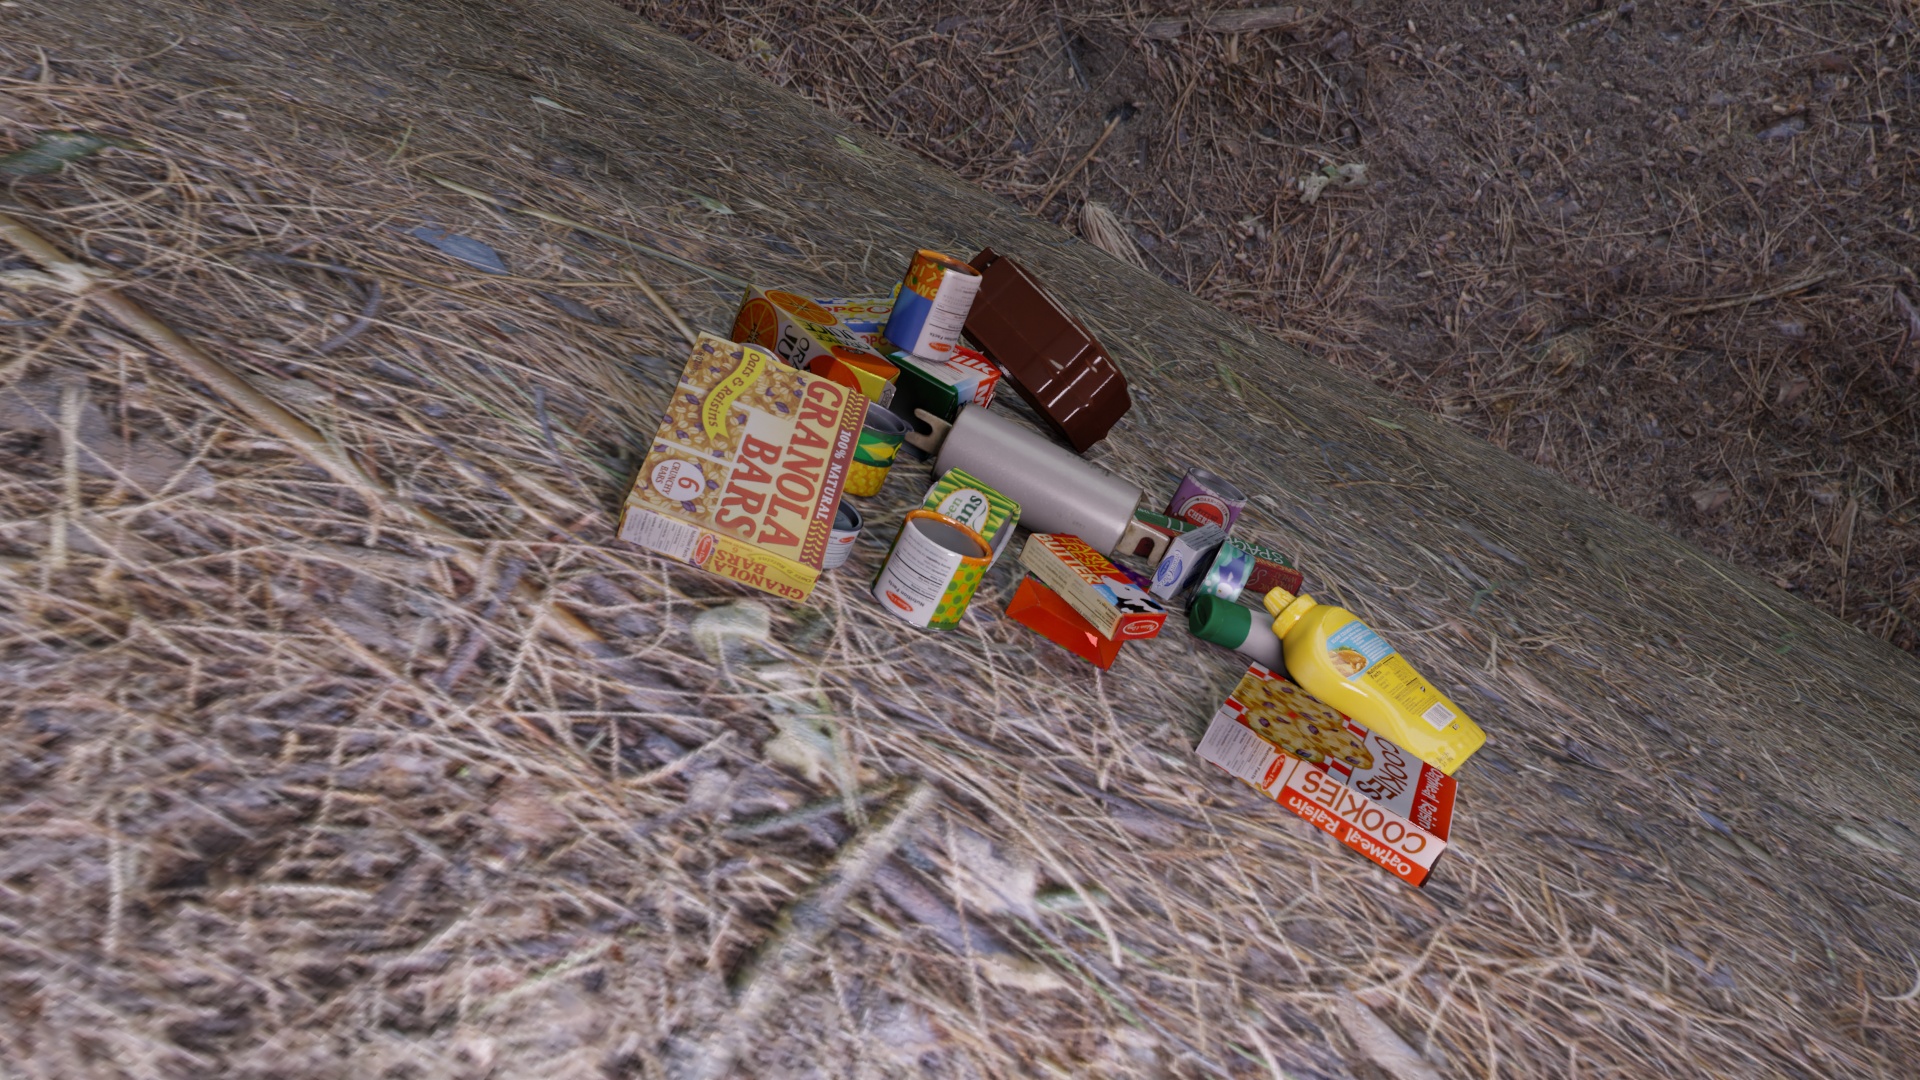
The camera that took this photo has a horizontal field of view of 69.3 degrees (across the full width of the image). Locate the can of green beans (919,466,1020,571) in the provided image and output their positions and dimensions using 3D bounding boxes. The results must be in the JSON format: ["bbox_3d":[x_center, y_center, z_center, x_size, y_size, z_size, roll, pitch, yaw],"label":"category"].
[{"bbox_3d":[0.004,-0.013,1.034,0.058,0.071,0.071,32,20,12],"label":"can of green beans"}]

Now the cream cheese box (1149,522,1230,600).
[{"bbox_3d":[0.200,0.017,1.218,0.024,0.053,0.104,35,22,18],"label":"cream cheese box"}]

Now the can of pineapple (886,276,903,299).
[{"bbox_3d":[-0.058,-0.247,1.532,0.058,0.070,0.071,25,20,-5],"label":"can of pineapple"}]

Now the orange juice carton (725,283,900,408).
[{"bbox_3d":[-0.121,-0.145,1.199,0.073,0.071,0.193,4,29,-45],"label":"orange juice carton"}]

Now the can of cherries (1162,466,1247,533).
[{"bbox_3d":[0.242,-0.032,1.383,0.071,0.058,0.072,24,20,-9],"label":"can of cherries"}]

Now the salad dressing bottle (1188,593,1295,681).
[{"bbox_3d":[0.259,0.083,1.141,0.148,0.043,0.064,19,30,-18],"label":"salad dressing bottle"}]

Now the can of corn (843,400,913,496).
[{"bbox_3d":[-0.080,-0.075,1.094,0.071,0.058,0.071,23,20,-9],"label":"can of corn"}]

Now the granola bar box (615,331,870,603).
[{"bbox_3d":[-0.135,-0.051,0.895,0.124,0.038,0.166,21,46,-10],"label":"granola bar box"}]

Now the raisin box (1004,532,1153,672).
[{"bbox_3d":[0.092,0.044,1.042,0.086,0.040,0.124,28,21,7],"label":"raisin box"}]

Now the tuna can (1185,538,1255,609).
[{"bbox_3d":[0.221,0.037,1.182,0.033,0.070,0.071,29,20,5],"label":"tuna can"}]

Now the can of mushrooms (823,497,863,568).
[{"bbox_3d":[-0.104,-0.012,0.949,0.071,0.033,0.071,23,21,-9],"label":"can of mushrooms"}]

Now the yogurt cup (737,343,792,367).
[{"bbox_3d":[-0.164,-0.124,1.109,0.072,0.072,0.054,28,12,4],"label":"yogurt cup"}]

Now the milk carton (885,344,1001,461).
[{"bbox_3d":[-0.021,-0.137,1.301,0.073,0.072,0.191,30,21,9],"label":"milk carton"}]

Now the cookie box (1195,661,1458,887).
[{"bbox_3d":[0.257,0.158,0.962,0.167,0.040,0.123,31,20,15],"label":"cookie box"}]

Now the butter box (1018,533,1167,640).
[{"bbox_3d":[0.092,0.031,0.979,0.053,0.024,0.104,2,31,-46],"label":"butter box"}]

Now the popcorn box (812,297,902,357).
[{"bbox_3d":[-0.099,-0.211,1.373,0.127,0.038,0.085,0,25,-7],"label":"popcorn box"}]

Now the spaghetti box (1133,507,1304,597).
[{"bbox_3d":[0.213,0.005,1.298,0.250,0.028,0.050,16,23,-26],"label":"spaghetti box"}]

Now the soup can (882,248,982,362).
[{"bbox_3d":[-0.027,-0.213,1.255,0.071,0.083,0.071,20,20,-8],"label":"soup can"}]

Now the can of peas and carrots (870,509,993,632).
[{"bbox_3d":[-0.018,0.019,0.939,0.071,0.058,0.071,24,20,-9],"label":"can of peas and carrots"}]
